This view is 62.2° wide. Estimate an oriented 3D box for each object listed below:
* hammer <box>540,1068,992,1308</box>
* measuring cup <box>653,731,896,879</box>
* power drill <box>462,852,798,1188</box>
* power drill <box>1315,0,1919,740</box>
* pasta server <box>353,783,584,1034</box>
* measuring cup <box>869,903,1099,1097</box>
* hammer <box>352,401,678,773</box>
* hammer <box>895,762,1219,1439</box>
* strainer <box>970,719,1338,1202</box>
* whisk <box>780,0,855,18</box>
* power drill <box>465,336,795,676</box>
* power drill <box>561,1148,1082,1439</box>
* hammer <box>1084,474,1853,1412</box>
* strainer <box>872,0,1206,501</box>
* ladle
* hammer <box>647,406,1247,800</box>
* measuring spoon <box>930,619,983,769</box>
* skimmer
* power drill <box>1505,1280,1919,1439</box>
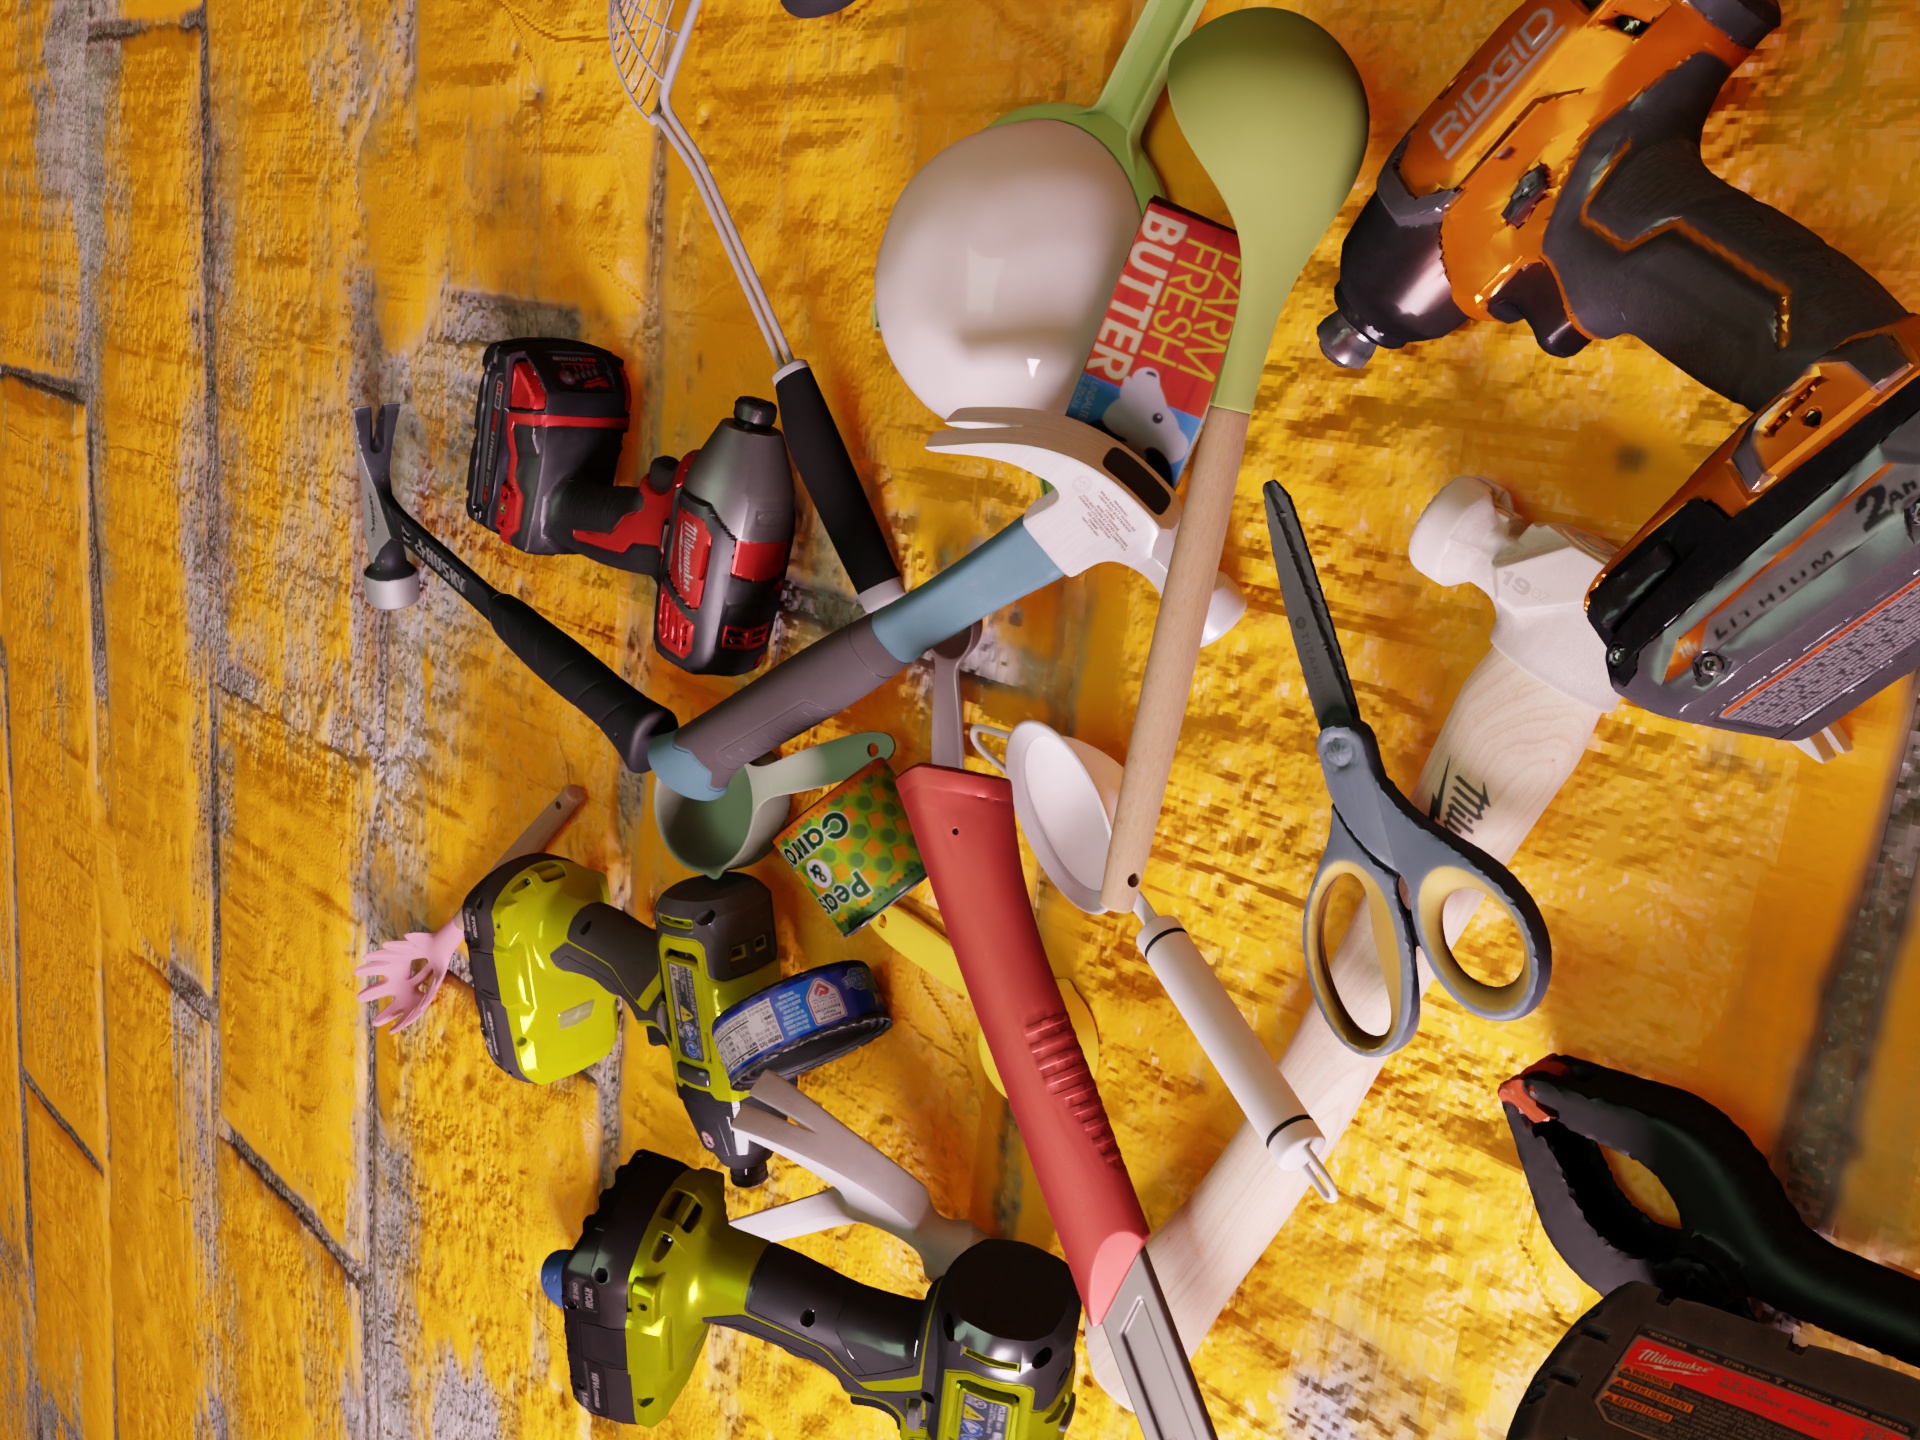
[{"bbox_3d":[-0.145,0.285,0.880,0.144,0.035,0.405,44,139,-12],"label":"hammer"},{"bbox_3d":[-0.089,0.031,0.824,0.167,0.038,0.083,-17,80,34],"label":"measuring cup"},{"bbox_3d":[-0.185,0.163,0.906,0.223,0.080,0.171,6,107,42],"label":"power drill"},{"bbox_3d":[0.195,-0.108,0.460,0.164,0.084,0.227,-47,49,39],"label":"power drill"},{"bbox_3d":[-0.334,0.128,1.082,0.316,0.040,0.060,-42,79,39],"label":"pasta server"},{"bbox_3d":[-0.001,0.126,0.745,0.157,0.029,0.062,30,116,37],"label":"measuring cup"},{"bbox_3d":[-0.280,-0.074,0.959,0.409,0.036,0.149,33,130,43],"label":"hammer"},{"bbox_3d":[0.041,0.187,0.627,0.149,0.036,0.359,-25,77,18],"label":"hammer"},{"bbox_3d":[0.077,0.080,0.620,0.086,0.050,0.259,90,158,-43],"label":"strainer"},{"bbox_3d":[0.007,-0.343,0.658,0.285,0.070,0.070,2,97,51],"label":"whisk"},{"bbox_3d":[-0.173,-0.128,0.857,0.220,0.078,0.143,31,117,36],"label":"power drill"},{"bbox_3d":[-0.061,0.300,0.736,0.228,0.080,0.190,13,124,12],"label":"power drill"},{"bbox_3d":[0.148,0.124,0.590,0.146,0.038,0.410,41,123,33],"label":"hammer"},{"bbox_3d":[0.034,-0.221,0.634,0.152,0.069,0.256,51,130,28],"label":"strainer"},{"bbox_3d":[0.082,-0.087,0.570,0.062,0.078,0.320,28,111,53],"label":"ladle"},{"bbox_3d":[-0.037,-0.031,0.708,0.331,0.033,0.128,-28,109,42],"label":"hammer"},{"bbox_3d":[-0.001,-0.002,0.744,0.034,0.018,0.124,18,115,43],"label":"measuring spoon"},{"bbox_3d":[-0.080,-0.233,0.773,0.363,0.090,0.127,67,158,0],"label":"skimmer"},{"bbox_3d":[0.221,0.290,0.484,0.188,0.080,0.226,8,118,45],"label":"power drill"}]
